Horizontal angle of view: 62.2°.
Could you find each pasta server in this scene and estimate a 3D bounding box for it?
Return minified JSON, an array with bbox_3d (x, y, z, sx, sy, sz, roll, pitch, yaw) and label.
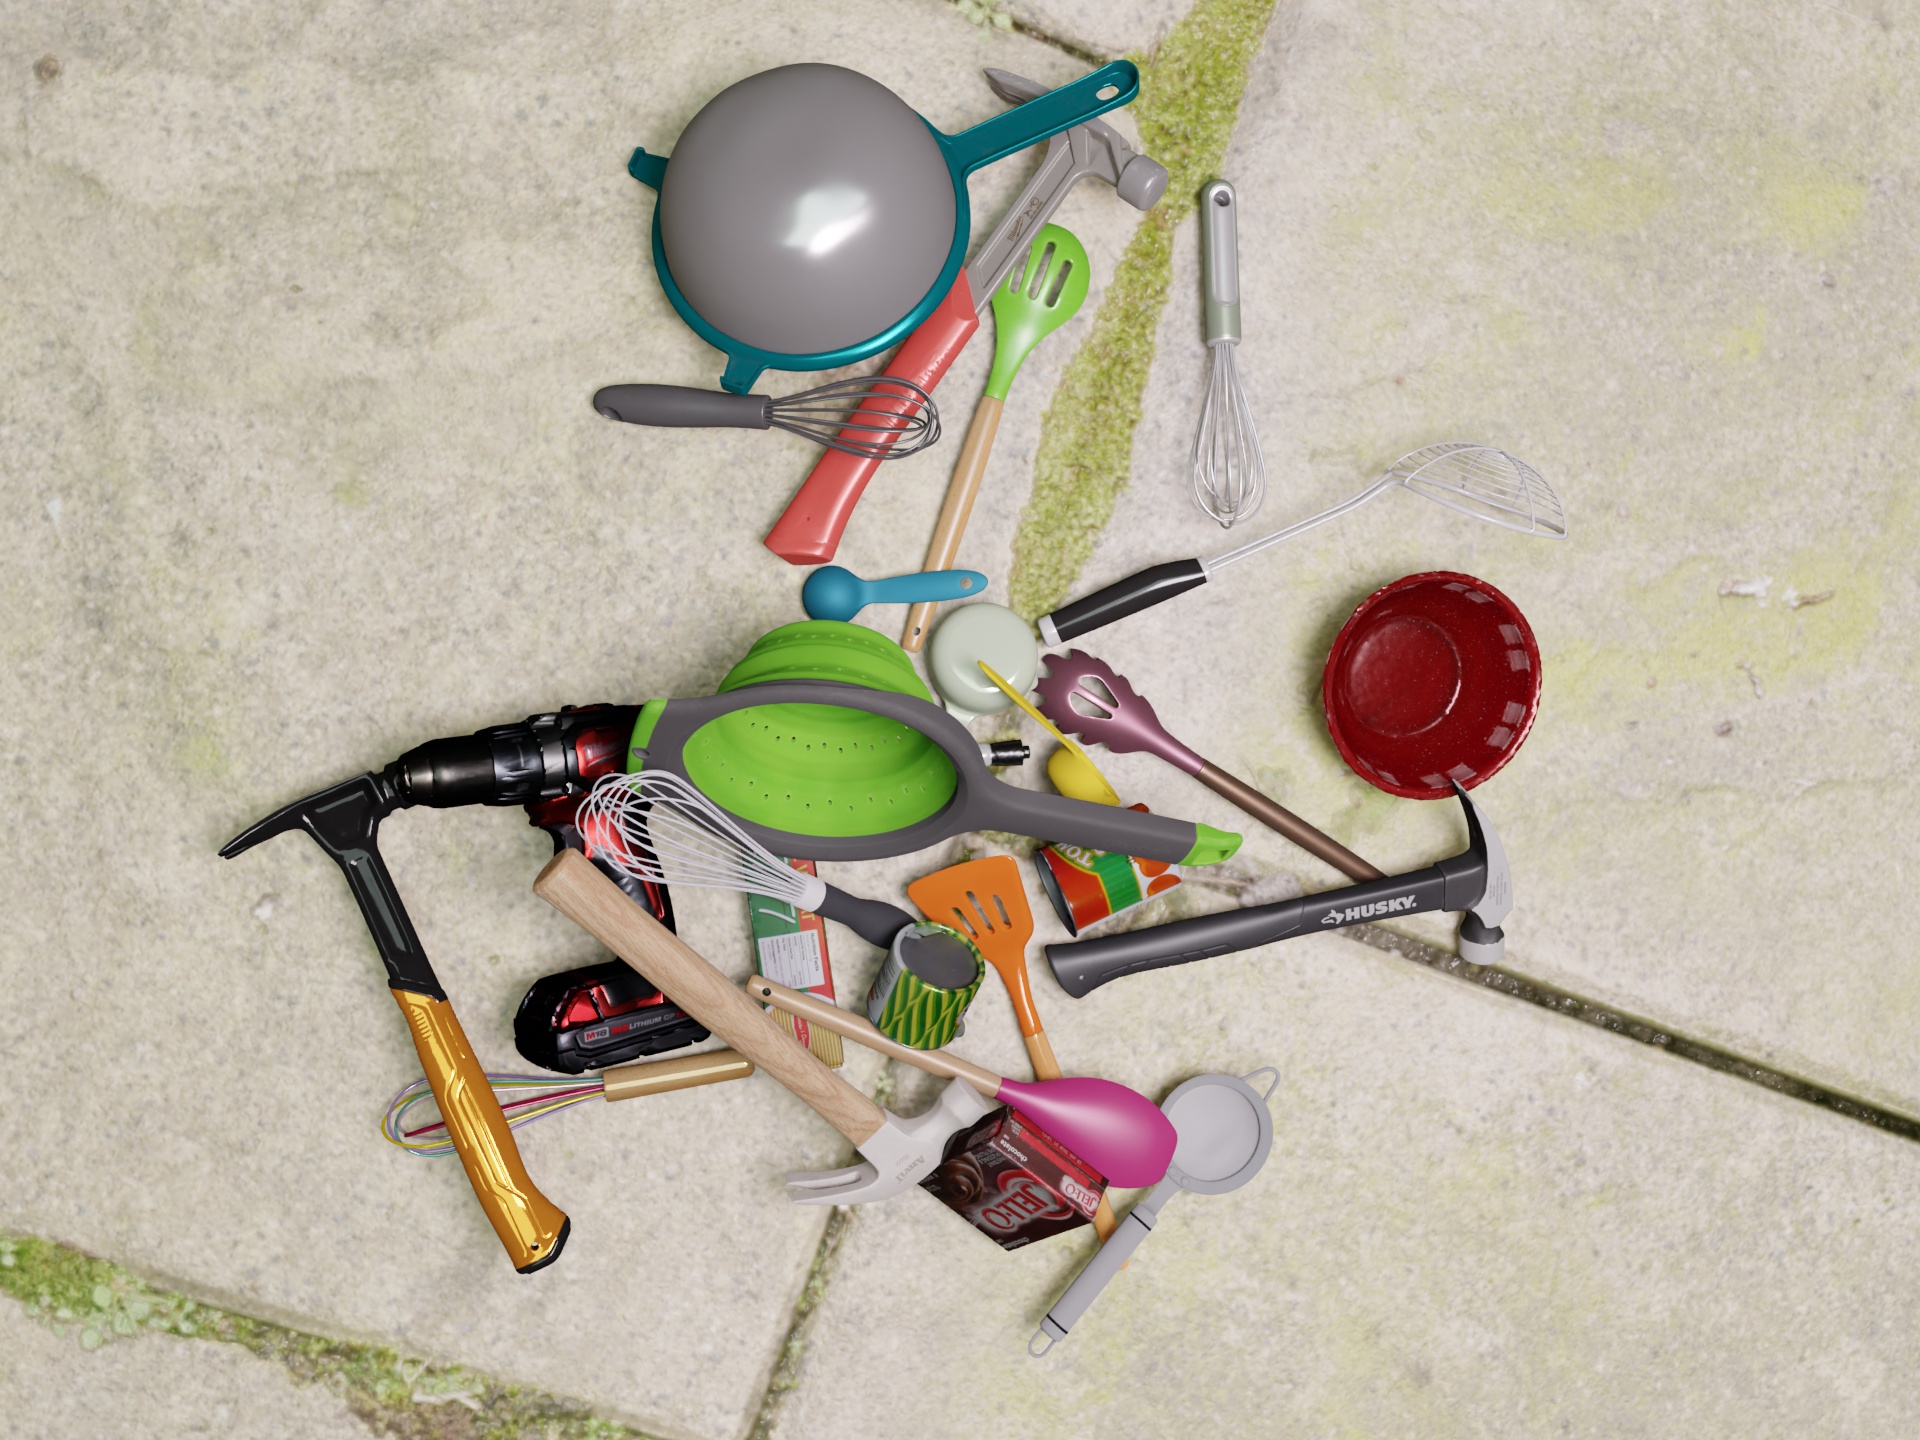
[{"bbox_3d":[0.188,0.046,1.133,0.316,0.040,0.060,32,88,-12],"label":"pasta server"}]

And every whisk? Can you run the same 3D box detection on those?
[{"bbox_3d":[-0.128,-0.202,1.036,0.239,0.055,0.055,5,92,11],"label":"whisk"},{"bbox_3d":[0.184,-0.256,1.108,0.058,0.059,0.246,-1,88,-9],"label":"whisk"},{"bbox_3d":[-0.260,0.253,1.065,0.245,0.047,0.051,-8,92,-11],"label":"whisk"},{"bbox_3d":[-0.124,0.101,1.021,0.284,0.070,0.070,30,87,-39],"label":"whisk"}]

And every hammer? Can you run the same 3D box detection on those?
[{"bbox_3d":[-0.136,0.196,1.004,0.130,0.031,0.331,-44,112,4],"label":"hammer"},{"bbox_3d":[0.224,0.137,1.119,0.334,0.035,0.146,-11,119,-4],"label":"hammer"},{"bbox_3d":[-0.345,0.198,1.017,0.127,0.034,0.337,-25,86,-18],"label":"hammer"},{"bbox_3d":[-0.023,-0.260,1.070,0.149,0.036,0.359,37,92,16],"label":"hammer"}]

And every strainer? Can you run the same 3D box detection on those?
[{"bbox_3d":[0.132,0.340,1.115,0.087,0.050,0.258,43,80,-6],"label":"strainer"},{"bbox_3d":[-0.043,-0.361,1.004,0.340,0.095,0.211,-24,75,0],"label":"strainer"}]

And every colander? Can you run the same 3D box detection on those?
[{"bbox_3d":[-0.007,0.018,1.021,0.397,0.204,0.095,11,56,-13],"label":"colander"}]

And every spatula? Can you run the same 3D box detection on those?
[{"bbox_3d":[0.057,0.244,1.112,0.081,0.041,0.322,-19,97,16],"label":"spatula"}]

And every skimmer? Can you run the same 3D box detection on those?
[{"bbox_3d":[0.236,-0.103,1.107,0.363,0.127,0.090,-22,111,4],"label":"skimmer"}]

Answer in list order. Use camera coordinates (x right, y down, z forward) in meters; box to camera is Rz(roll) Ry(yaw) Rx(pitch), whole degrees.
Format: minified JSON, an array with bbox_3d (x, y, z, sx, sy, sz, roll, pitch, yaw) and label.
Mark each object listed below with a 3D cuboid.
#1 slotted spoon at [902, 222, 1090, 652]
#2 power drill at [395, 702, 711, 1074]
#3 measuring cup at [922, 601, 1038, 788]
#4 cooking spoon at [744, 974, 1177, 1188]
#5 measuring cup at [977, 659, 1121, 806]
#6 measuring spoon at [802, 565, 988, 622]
[{"bbox_3d":[0.017,-0.196,1.095,0.070,0.031,0.314,19,91,-3],"label":"slotted spoon"},{"bbox_3d":[-0.253,0.104,1.013,0.187,0.080,0.226,-8,93,-36],"label":"power drill"},{"bbox_3d":[-0.002,-0.003,1.079,0.083,0.038,0.168,23,78,1],"label":"measuring cup"},{"bbox_3d":[0.002,0.240,1.080,0.319,0.017,0.069,24,85,-6],"label":"cooking spoon"},{"bbox_3d":[0.052,0.014,1.074,0.029,0.062,0.156,-42,122,8],"label":"measuring cup"},{"bbox_3d":[-0.046,-0.089,1.079,0.128,0.021,0.042,-5,90,5],"label":"measuring spoon"}]
